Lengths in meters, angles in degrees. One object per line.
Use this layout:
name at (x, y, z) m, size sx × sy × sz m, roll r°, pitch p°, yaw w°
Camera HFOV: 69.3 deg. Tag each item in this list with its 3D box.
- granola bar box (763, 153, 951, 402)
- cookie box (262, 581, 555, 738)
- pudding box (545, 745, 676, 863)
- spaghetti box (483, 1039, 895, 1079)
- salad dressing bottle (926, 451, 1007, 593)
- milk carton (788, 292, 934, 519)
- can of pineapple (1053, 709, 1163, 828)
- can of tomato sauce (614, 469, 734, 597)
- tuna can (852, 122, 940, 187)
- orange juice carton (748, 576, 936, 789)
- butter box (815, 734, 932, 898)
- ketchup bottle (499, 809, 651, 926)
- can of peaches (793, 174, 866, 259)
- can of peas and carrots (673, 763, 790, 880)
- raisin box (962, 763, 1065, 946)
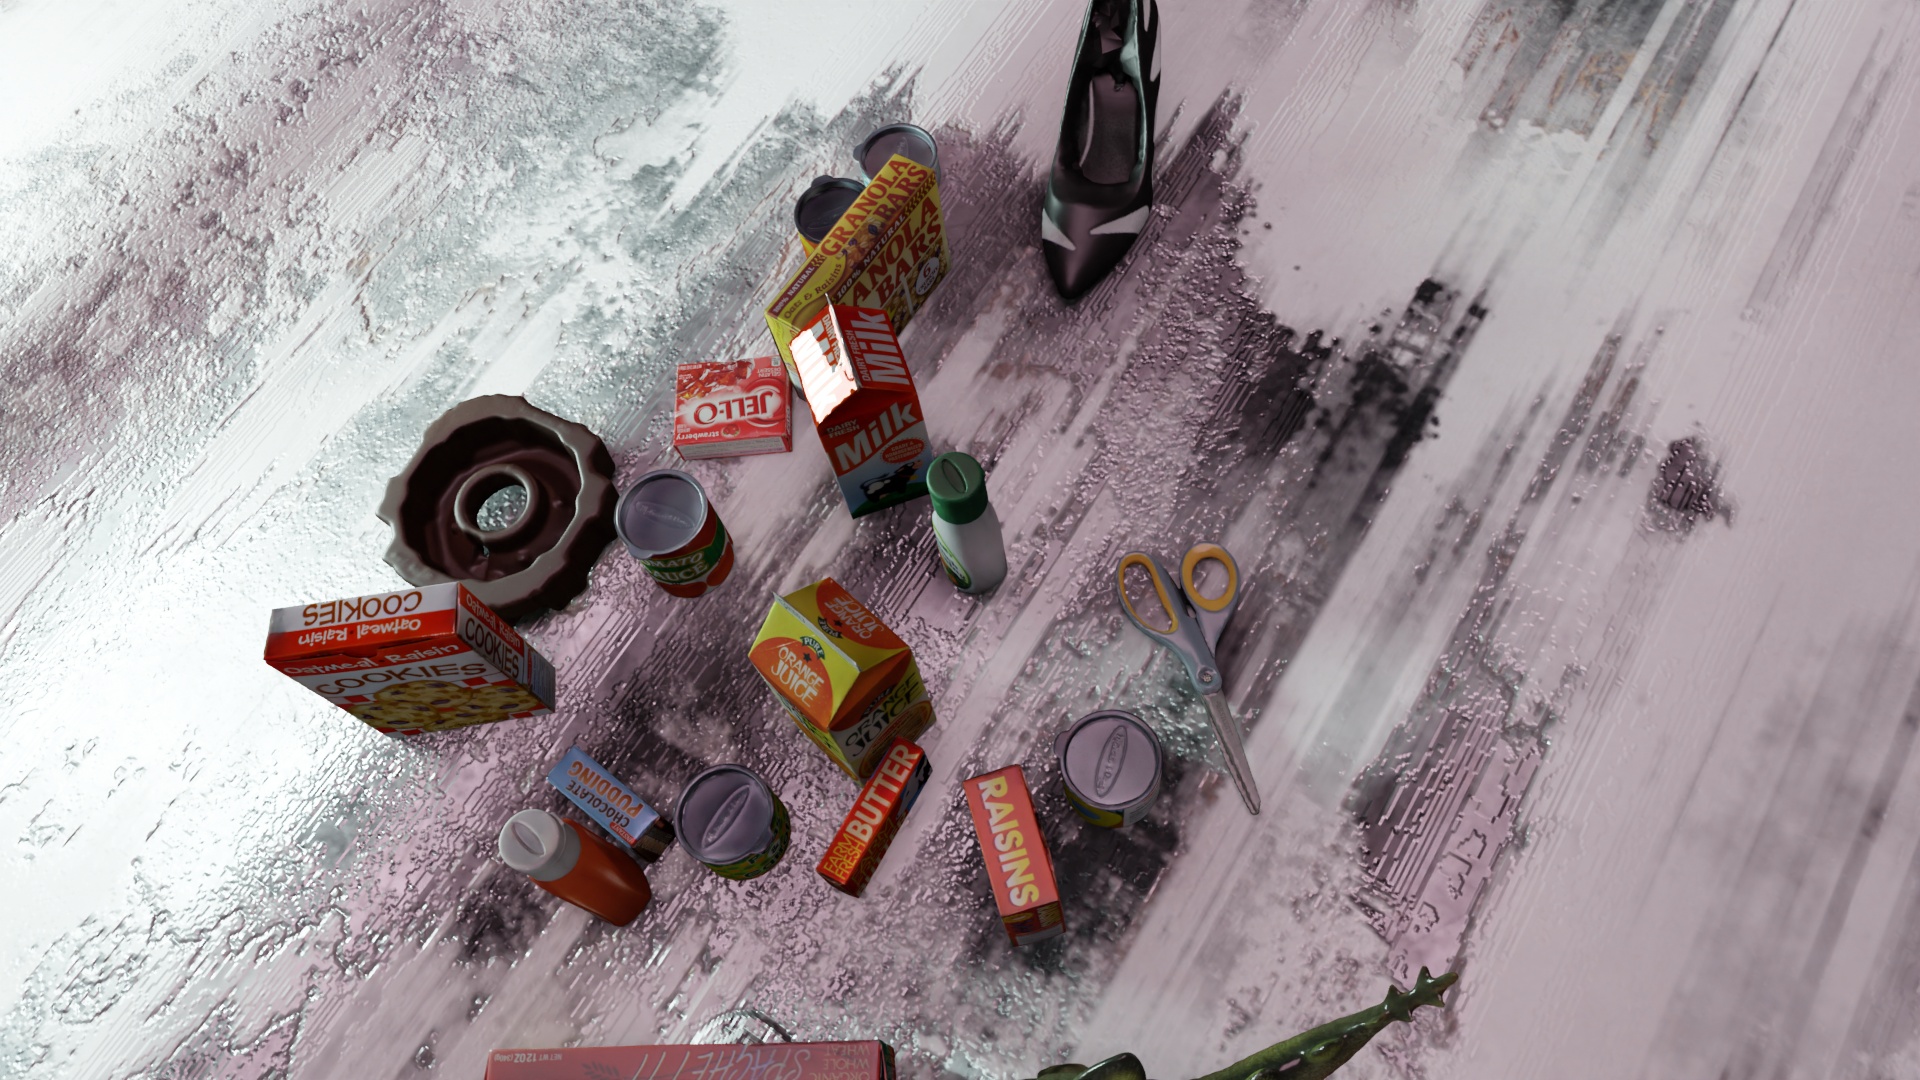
granola bar box at (-0.074, -0.191, 1.053) m, size 0.039 × 0.123 × 0.166 m, roll 30°, pitch 72°, yaw 18°
cookie box at (-0.361, 0.084, 0.931) m, size 0.123 × 0.166 × 0.040 m, roll -9°, pitch 65°, yaw 2°
pudding box at (-0.235, 0.178, 0.939) m, size 0.084 × 0.049 × 0.030 m, roll 34°, pitch 73°, yaw 19°
spaghetti box at (-0.165, 0.329, 0.861) m, size 0.250 × 0.050 × 0.029 m, roll -3°, pitch 65°, yaw 5°
salad dressing bottle at (0.003, -0.012, 0.948) m, size 0.044 × 0.147 × 0.064 m, roll -28°, pitch 66°, yaw -7°
milk carton at (-0.067, -0.093, 0.970) m, size 0.073 × 0.189 × 0.072 m, roll -19°, pitch 65°, yaw -3°
can of pineapple at (0.098, 0.150, 0.912) m, size 0.071 × 0.057 × 0.071 m, roll -2°, pitch 65°, yaw 5°
can of tomato sauce at (-0.204, -0.002, 1.001) m, size 0.071 × 0.082 × 0.071 m, roll -2°, pitch 65°, yaw 5°
tuna can at (-0.053, -0.311, 1.156) m, size 0.071 × 0.032 × 0.071 m, roll -2°, pitch 65°, yaw 5°
orange juice carton at (-0.074, 0.089, 0.884) m, size 0.072 × 0.192 × 0.073 m, roll 40°, pitch 75°, yaw 21°
butter box at (-0.055, 0.183, 0.916) m, size 0.024 × 0.053 × 0.104 m, roll 26°, pitch 71°, yaw 17°
ketchup bottle at (-0.243, 0.203, 0.874) m, size 0.065 × 0.148 × 0.043 m, roll 38°, pitch 75°, yaw 20°
can of peaches at (-0.097, -0.250, 1.118) m, size 0.071 × 0.058 × 0.071 m, roll -2°, pitch 65°, yaw 5°
can of peas and carrots at (-0.148, 0.189, 0.920) m, size 0.071 × 0.058 × 0.071 m, roll -2°, pitch 65°, yaw 5°
raisin box at (0.035, 0.198, 0.861) m, size 0.040 × 0.123 × 0.086 m, roll -16°, pitch 65°, yaw -1°
